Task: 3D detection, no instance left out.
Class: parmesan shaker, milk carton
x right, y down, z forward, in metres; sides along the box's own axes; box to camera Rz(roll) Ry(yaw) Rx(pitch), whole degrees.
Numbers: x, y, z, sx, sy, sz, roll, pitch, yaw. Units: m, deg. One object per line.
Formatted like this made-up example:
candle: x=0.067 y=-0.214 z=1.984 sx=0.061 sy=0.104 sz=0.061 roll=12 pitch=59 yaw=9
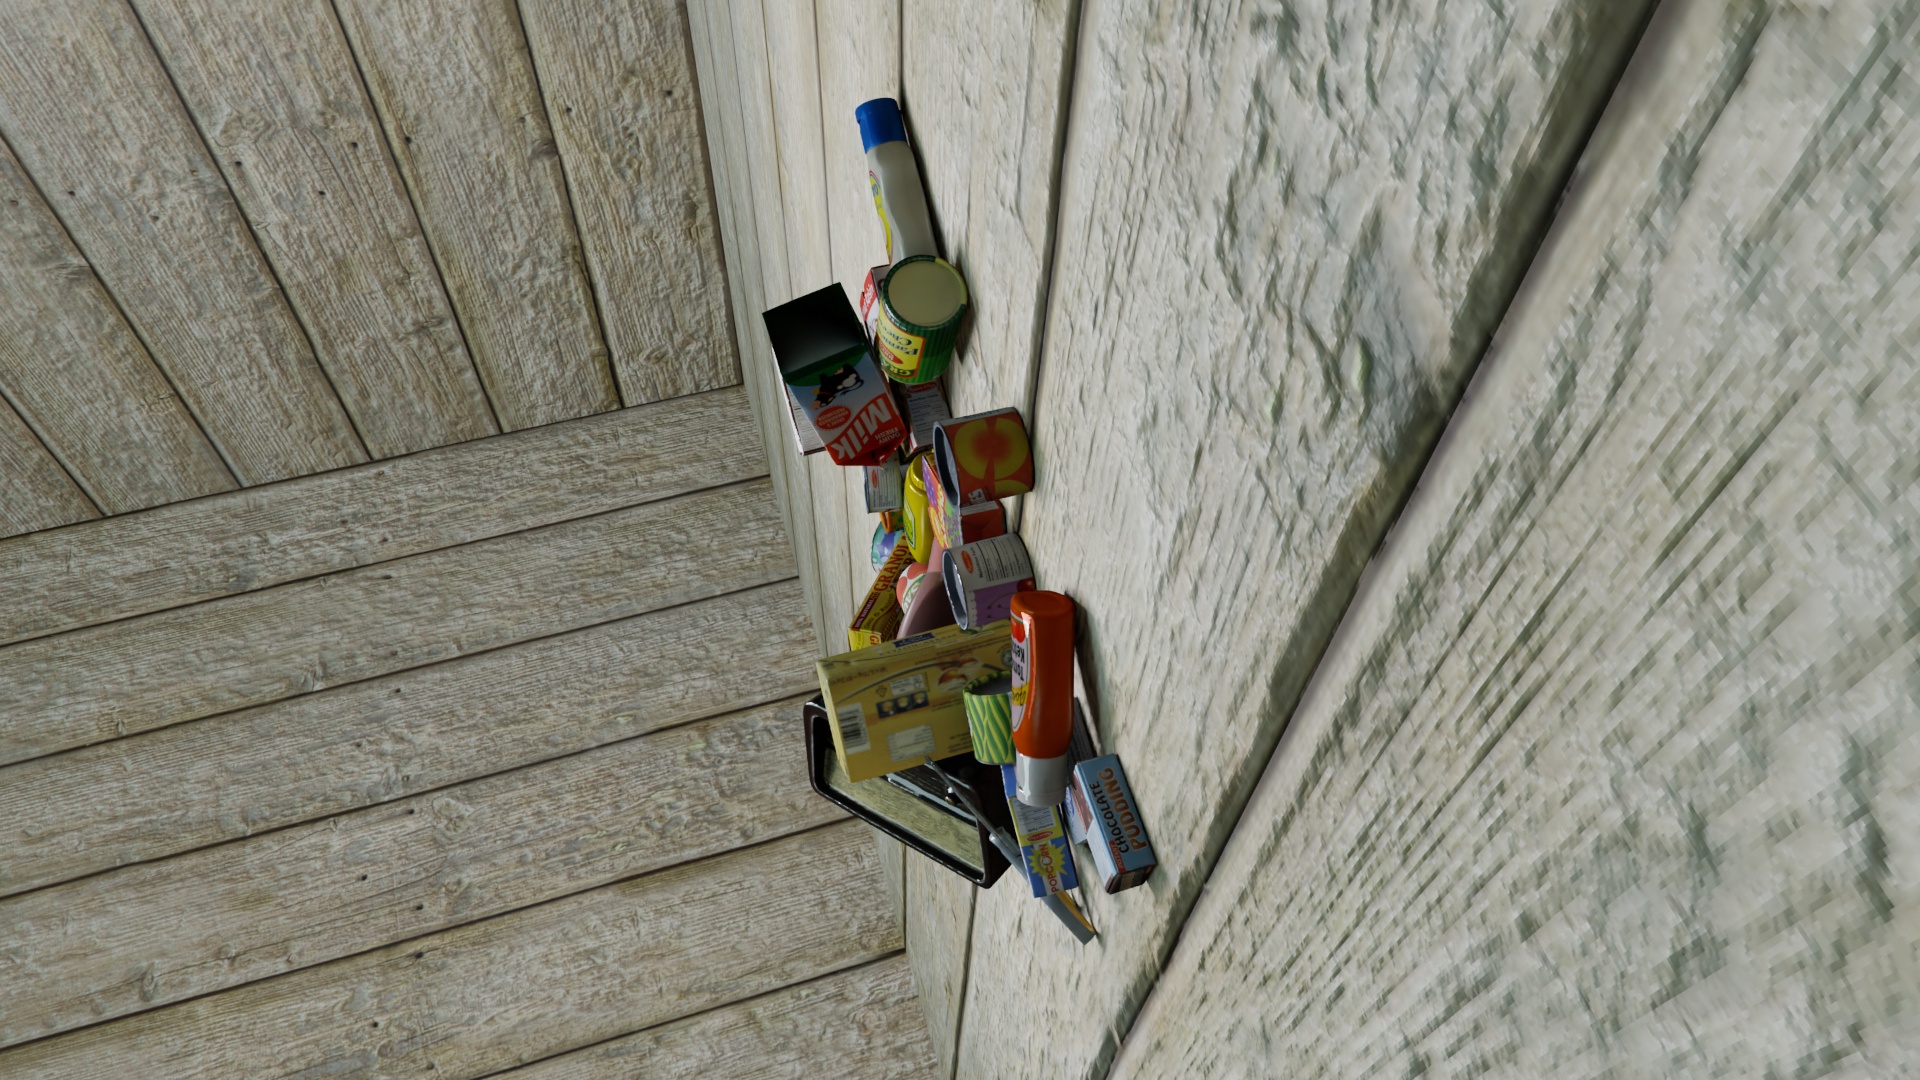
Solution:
parmesan shaker: x=-0.035 y=-0.177 z=1.105 sx=0.102 sy=0.071 sz=0.071 roll=111 pitch=144 yaw=-72
milk carton: x=-0.101 y=-0.131 z=1.207 sx=0.190 sy=0.073 sz=0.072 roll=64 pitch=-176 yaw=-62

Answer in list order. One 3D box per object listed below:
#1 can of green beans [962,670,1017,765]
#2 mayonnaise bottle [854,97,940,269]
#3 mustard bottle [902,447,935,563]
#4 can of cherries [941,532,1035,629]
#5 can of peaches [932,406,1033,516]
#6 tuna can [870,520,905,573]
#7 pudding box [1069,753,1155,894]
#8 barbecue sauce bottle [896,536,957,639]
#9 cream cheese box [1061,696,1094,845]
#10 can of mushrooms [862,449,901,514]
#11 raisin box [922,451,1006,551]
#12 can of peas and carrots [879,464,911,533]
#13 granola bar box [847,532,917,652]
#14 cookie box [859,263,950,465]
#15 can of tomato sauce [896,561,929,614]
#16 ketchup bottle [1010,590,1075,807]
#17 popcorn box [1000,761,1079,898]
can of green beans: x=0.039 y=0.142 z=1.120 sx=0.071 sy=0.071 sz=0.057 roll=-148 pitch=46 yaw=-75
mayonnaise bottle: x=-0.052 y=-0.284 z=1.133 sx=0.064 sy=0.041 sz=0.148 roll=154 pitch=102 yaw=-81
mustard bottle: x=-0.027 y=-0.040 z=1.282 sx=0.159 sy=0.049 sz=0.065 roll=93 pitch=161 yaw=-57
can of cherries: x=0.022 y=0.033 z=1.096 sx=0.071 sy=0.058 sz=0.071 roll=167 pitch=88 yaw=-78
can of peaches: x=0.017 y=-0.058 z=1.014 sx=0.071 sy=0.058 sz=0.071 roll=168 pitch=88 yaw=-78
tuna can: x=-0.067 y=0.004 z=1.505 sx=0.071 sy=0.033 sz=0.071 roll=10 pitch=-89 yaw=-68
pudding box: x=0.103 y=0.194 z=0.953 sx=0.049 sy=0.030 sz=0.084 roll=94 pitch=160 yaw=-60
barbecue sauce bottle: x=-0.020 y=0.069 z=1.249 sx=0.043 sy=0.065 sz=0.149 roll=143 pitch=141 yaw=-70
cream cheese box: x=0.085 y=0.171 z=1.034 sx=0.053 sy=0.024 sz=0.104 roll=112 pitch=143 yaw=-70
can of mushrooms: x=-0.075 y=-0.060 z=1.314 sx=0.071 sy=0.033 sz=0.071 roll=178 pitch=87 yaw=-84
raisin box: x=0.004 y=-0.015 z=1.181 sx=0.124 sy=0.040 sz=0.085 roll=-119 pitch=18 yaw=-57
can of peas and carrots: x=-0.052 y=-0.042 z=1.382 sx=0.071 sy=0.059 sz=0.071 roll=169 pitch=88 yaw=-80
granola bar box: x=-0.064 y=0.089 z=1.431 sx=0.166 sy=0.039 sz=0.123 roll=-63 pitch=-26 yaw=-50
cookie box: x=-0.053 y=-0.162 z=1.289 sx=0.123 sy=0.040 sz=0.167 roll=148 pitch=108 yaw=-79
can of tomato sauce: x=-0.022 y=0.063 z=1.328 sx=0.083 sy=0.071 sz=0.071 roll=-122 pitch=21 yaw=-60
ketchup bottle: x=0.058 y=0.113 z=0.984 sx=0.065 sy=0.043 sz=0.148 roll=-130 pitch=38 yaw=-74
popcorn box: x=0.061 y=0.217 z=1.104 sx=0.127 sy=0.038 sz=0.085 roll=-98 pitch=-8 yaw=-80
